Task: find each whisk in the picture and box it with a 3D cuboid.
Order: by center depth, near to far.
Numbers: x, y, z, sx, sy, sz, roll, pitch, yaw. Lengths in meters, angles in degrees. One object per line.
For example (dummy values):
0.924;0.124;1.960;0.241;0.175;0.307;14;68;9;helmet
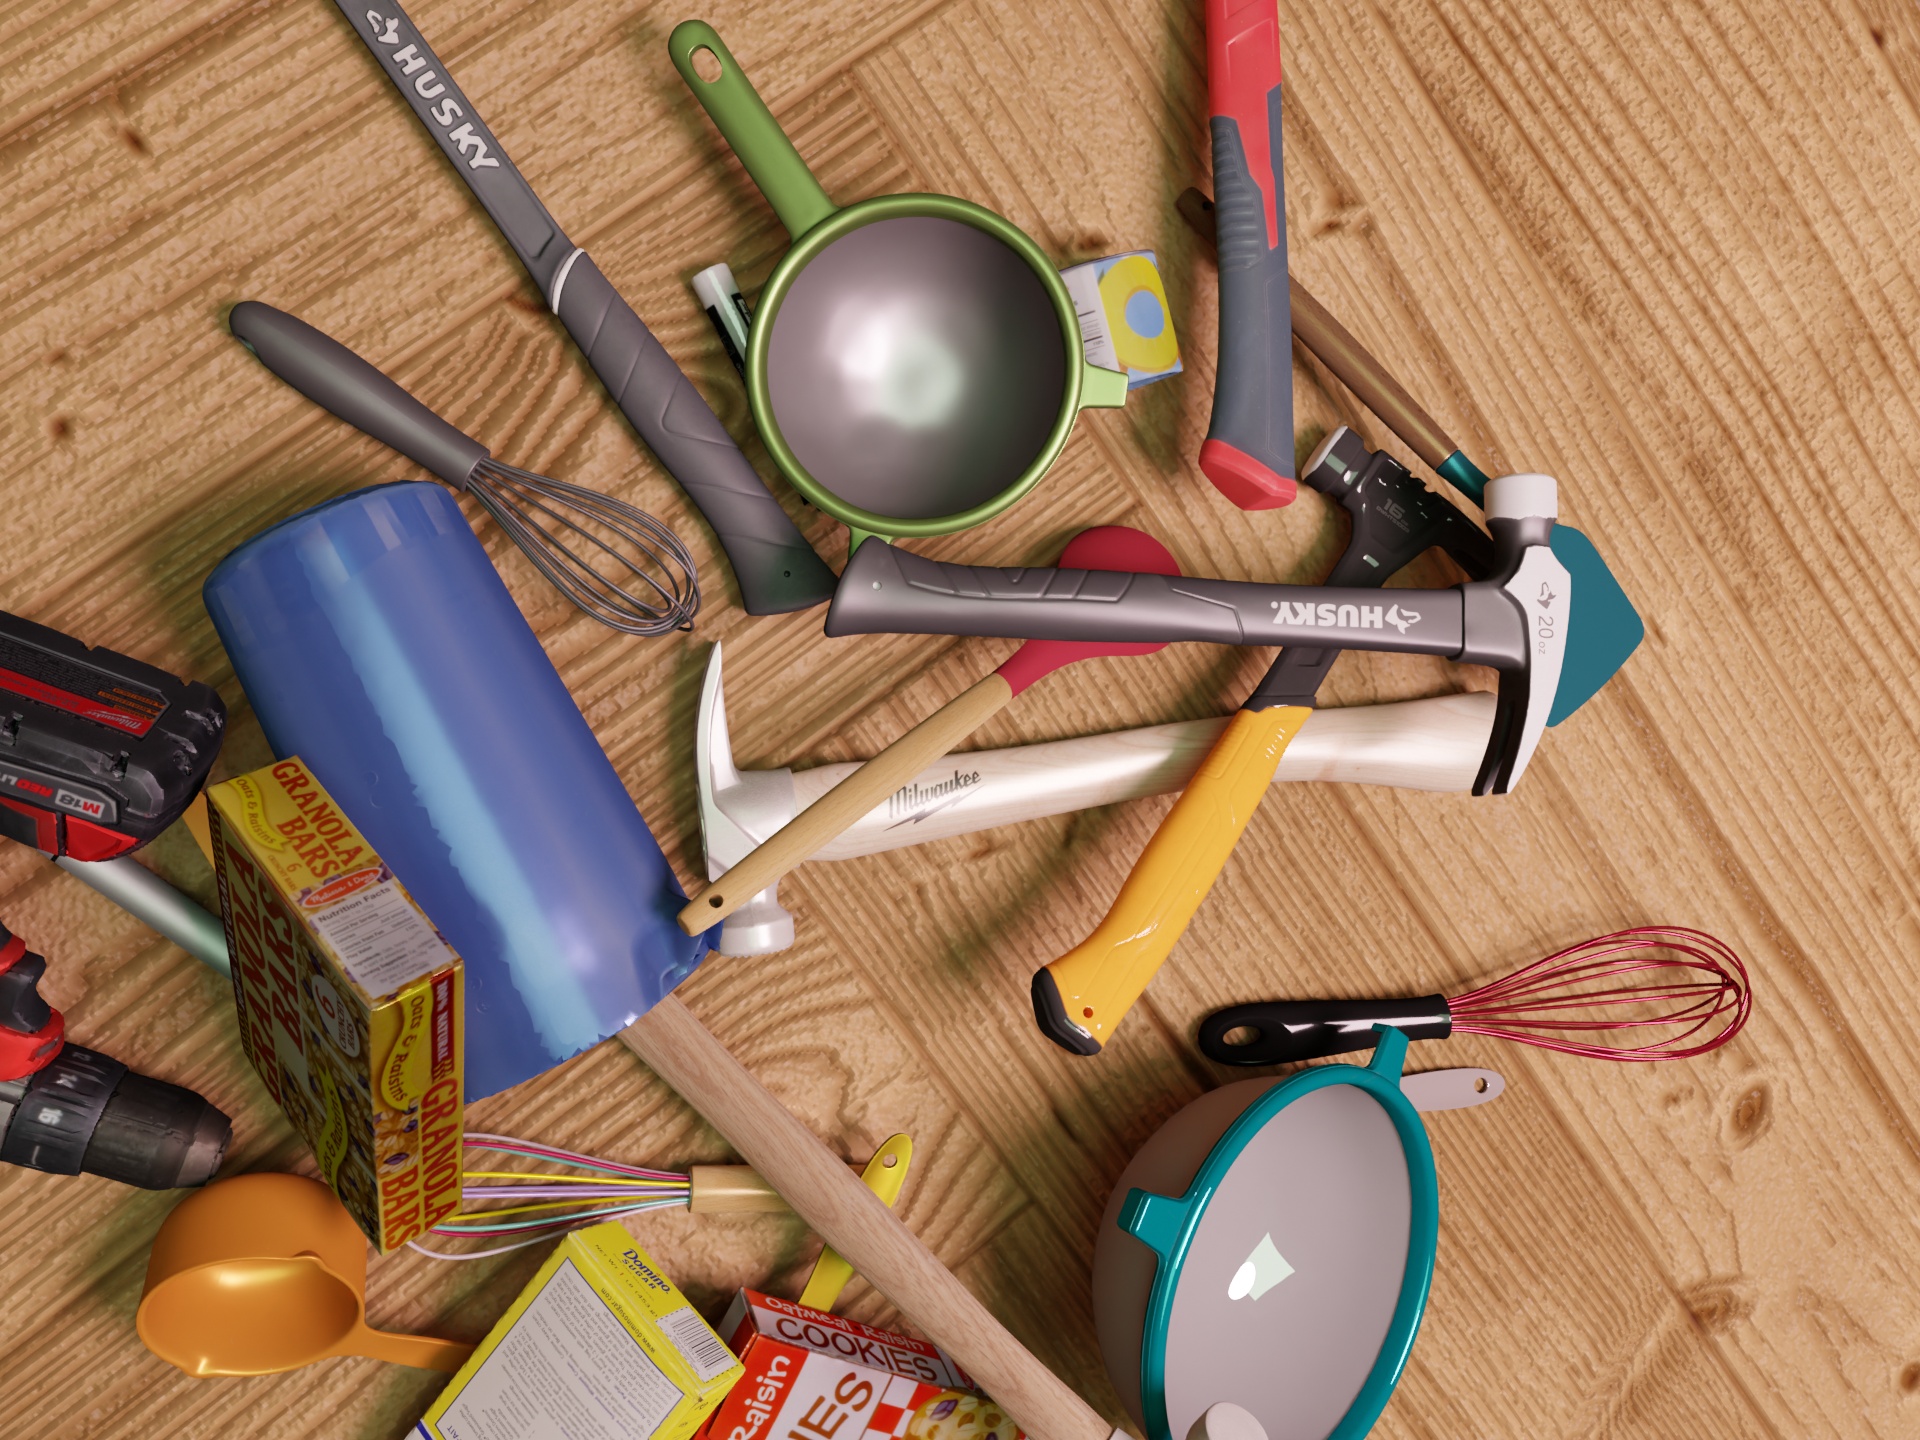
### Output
-0.216;-0.111;0.701;0.239;0.055;0.055;34;85;-8;whisk
-0.148;0.218;0.738;0.245;0.051;0.047;4;112;-17;whisk
0.267;0.150;0.820;0.296;0.073;0.073;-5;93;-6;whisk

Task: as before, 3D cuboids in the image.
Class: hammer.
-0.030;0.237;0.693;0.331;0.031;0.130;40;119;15;hammer
0.107;-0.043;0.705;0.334;0.035;0.146;2;85;-8;hammer
-0.184;-0.216;0.710;0.149;0.036;0.409;-38;100;-10;hammer
0.144;0.017;0.753;0.127;0.034;0.337;37;71;-3;hammer
0.150;-0.292;0.757;0.143;0.038;0.386;0;85;-14;hammer
0.077;0.014;0.779;0.410;0.038;0.146;-7;93;-13;hammer

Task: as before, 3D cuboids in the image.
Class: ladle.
-0.001;-0.002;0.705;0.315;0.031;0.069;-38;87;-30;ladle

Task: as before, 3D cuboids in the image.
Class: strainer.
-0.387;0.045;0.672;0.258;0.050;0.087;41;110;-17;strainer
-0.049;-0.202;0.728;0.151;0.069;0.256;-34;91;6;strainer
0.139;0.317;0.777;0.211;0.095;0.340;-21;111;-37;strainer

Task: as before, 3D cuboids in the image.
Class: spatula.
0.214;-0.140;0.778;0.082;0.044;0.317;-40;83;-19;spatula

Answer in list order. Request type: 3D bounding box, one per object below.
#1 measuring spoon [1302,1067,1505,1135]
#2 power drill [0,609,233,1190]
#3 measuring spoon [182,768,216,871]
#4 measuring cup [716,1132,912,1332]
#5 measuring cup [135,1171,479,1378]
0.231;0.195;0.836;0.124;0.018;0.034;0;85;-20;measuring spoon
-0.365;0.087;0.633;0.187;0.080;0.226;23;111;-16;power drill
-0.319;0.063;0.704;0.021;0.011;0.117;-34;103;-10;measuring spoon
-0.067;0.259;0.751;0.062;0.029;0.156;29;90;-24;measuring cup
-0.270;0.251;0.703;0.173;0.052;0.095;31;115;-36;measuring cup
